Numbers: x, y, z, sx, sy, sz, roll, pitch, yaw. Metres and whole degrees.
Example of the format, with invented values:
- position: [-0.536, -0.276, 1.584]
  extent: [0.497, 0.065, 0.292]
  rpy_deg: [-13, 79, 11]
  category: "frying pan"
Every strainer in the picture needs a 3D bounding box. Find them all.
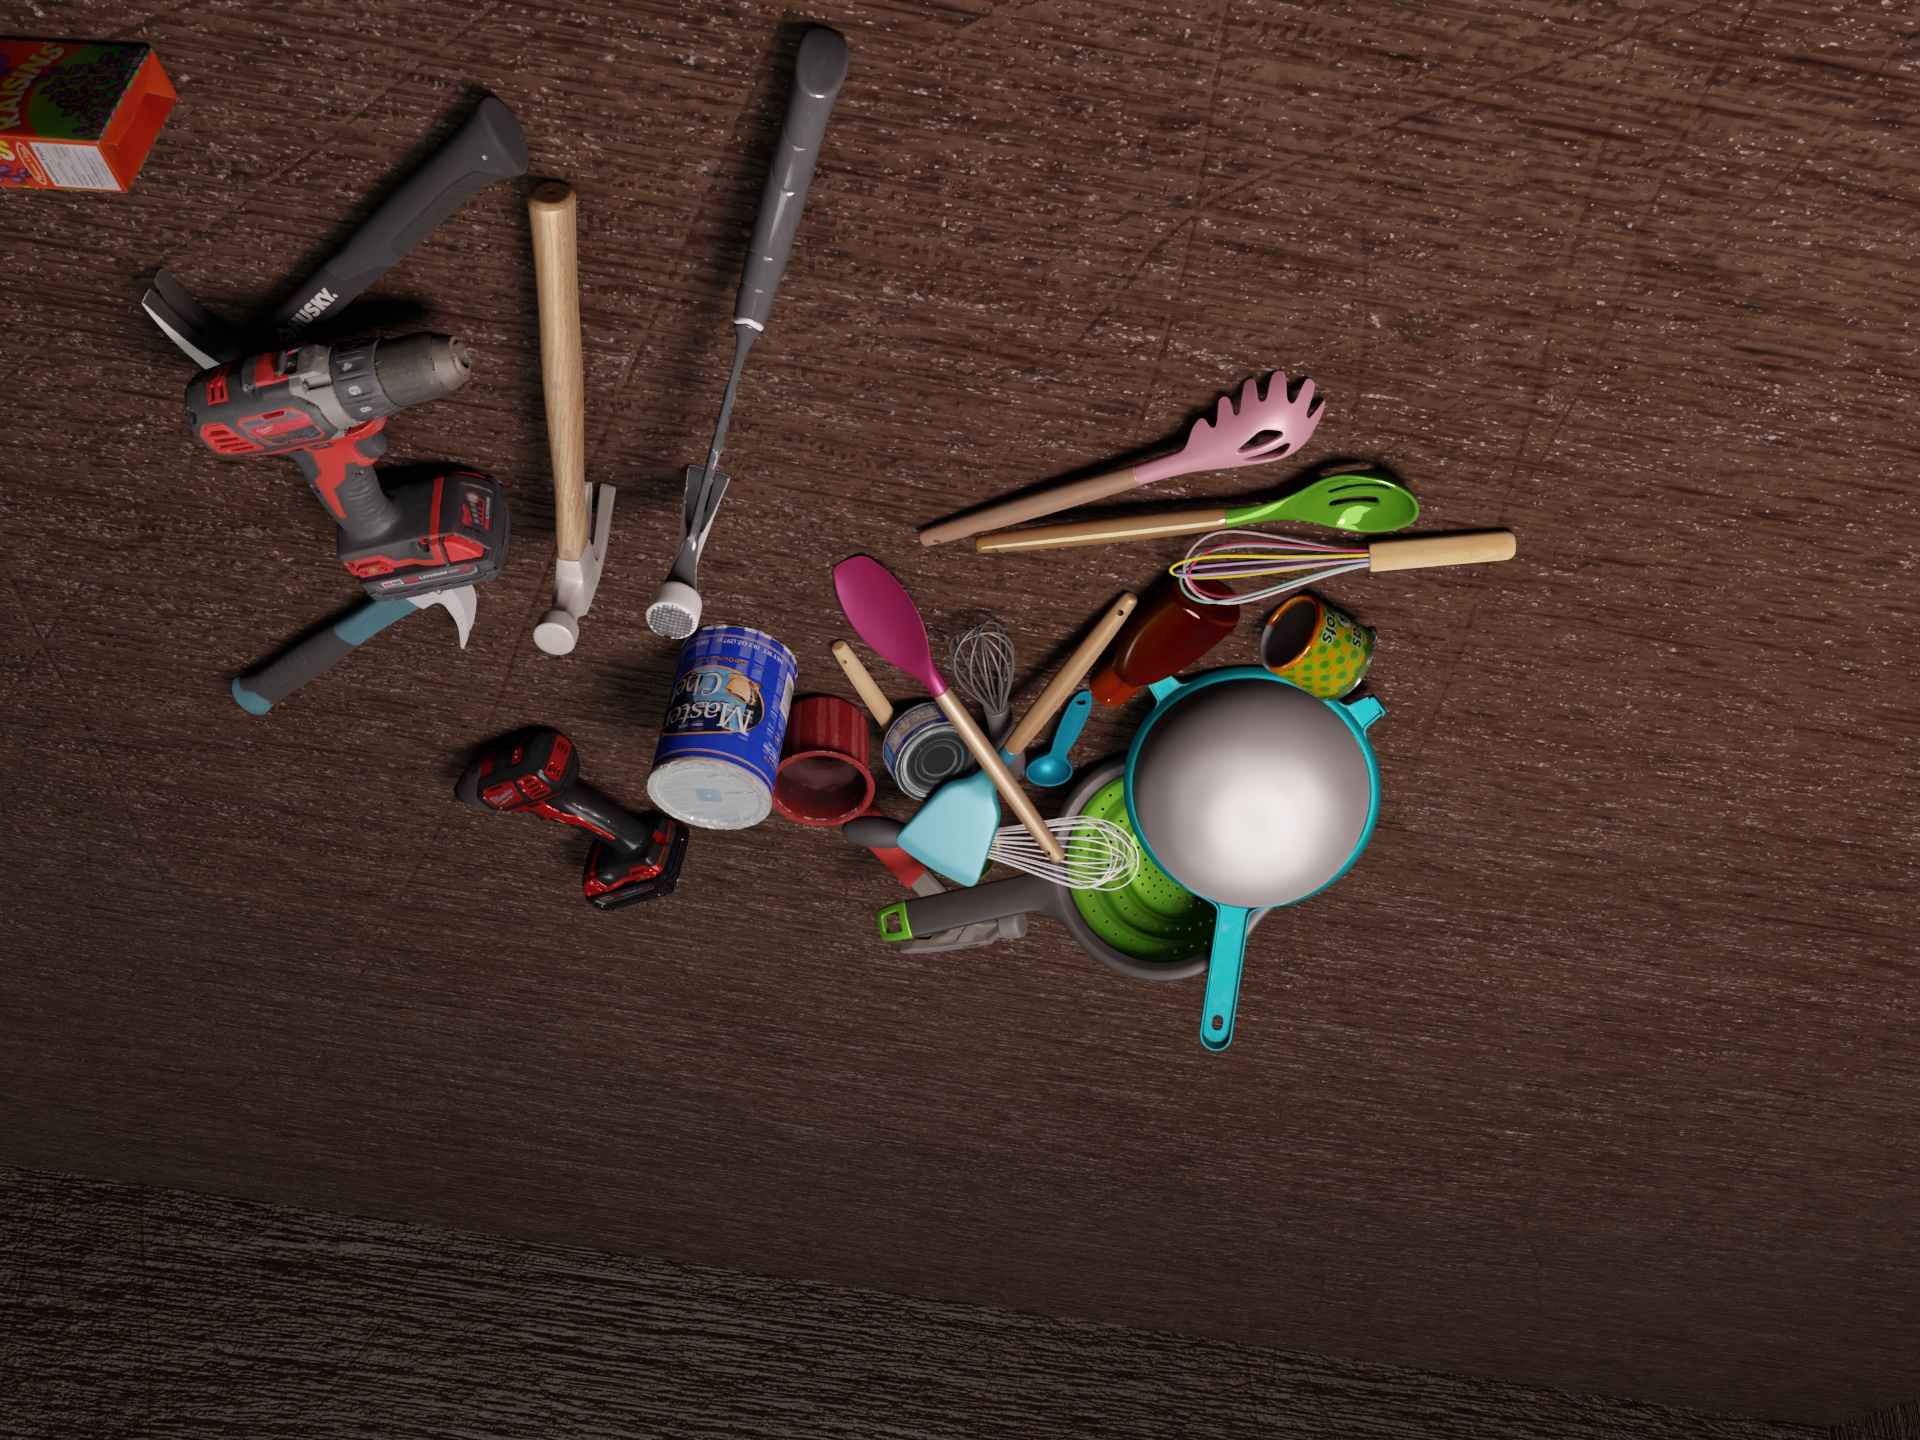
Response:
- position: [0.227, 0.129, 1.304]
  extent: [0.211, 0.095, 0.340]
  rpy_deg: [8, 106, 10]
  category: "strainer"

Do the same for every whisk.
- position: [0.022, 0.108, 1.424]
  extent: [0.285, 0.070, 0.070]
  rpy_deg: [4, 147, 22]
  category: "whisk"
- position: [0.030, -0.009, 1.352]
  extent: [0.055, 0.055, 0.238]
  rpy_deg: [0, 149, 11]
  category: "whisk"
- position: [0.274, -0.117, 1.153]
  extent: [0.245, 0.051, 0.047]
  rpy_deg: [-4, 139, 11]
  category: "whisk"

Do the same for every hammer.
- position: [-0.390, -0.298, 1.020]
  extent: [0.335, 0.035, 0.146]
  rpy_deg: [-23, 136, 36]
  category: "hammer"
- position: [-0.268, -0.207, 1.080]
  extent: [0.031, 0.130, 0.331]
  rpy_deg: [9, 135, -2]
  category: "hammer"
- position: [-0.136, -0.239, 1.004]
  extent: [0.036, 0.149, 0.408]
  rpy_deg: [15, 136, -11]
  category: "hammer"
- position: [-0.539, -0.072, 1.378]
  extent: [0.331, 0.033, 0.128]
  rpy_deg: [-22, 135, 36]
  category: "hammer"
- position: [-0.069, 0.138, 1.594]
  extent: [0.149, 0.037, 0.358]
  rpy_deg: [-10, 142, 24]
  category: "hammer"

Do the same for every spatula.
- position: [0.055, 0.013, 1.319]
  extent: [0.082, 0.044, 0.317]
  rpy_deg: [32, 126, -6]
  category: "spatula"

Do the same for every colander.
- position: [0.115, 0.149, 1.471]
  extent: [0.397, 0.204, 0.094]
  rpy_deg: [-15, 172, 21]
  category: "colander"

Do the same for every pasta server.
- position: [0.103, -0.172, 1.121]
  extent: [0.316, 0.040, 0.060]
  rpy_deg: [-12, 141, 33]
  category: "pasta server"

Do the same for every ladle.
- position: [-0.044, 0.042, 1.432]
  extent: [0.078, 0.062, 0.319]
  rpy_deg: [-8, 140, 22]
  category: "ladle"

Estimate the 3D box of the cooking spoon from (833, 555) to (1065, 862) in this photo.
- position: [-0.002, -0.004, 1.297]
  extent: [0.069, 0.017, 0.318]
  rpy_deg: [-17, 117, 40]
  category: "cooking spoon"

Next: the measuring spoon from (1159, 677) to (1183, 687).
- position: [0.210, -0.005, 1.356]
  extent: [0.034, 0.018, 0.124]
  rpy_deg: [-22, 129, 39]
  category: "measuring spoon"

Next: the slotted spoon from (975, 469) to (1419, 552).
- position: [0.163, -0.143, 1.134]
  extent: [0.314, 0.031, 0.070]
  rpy_deg: [-5, 153, 14]
  category: "slotted spoon"

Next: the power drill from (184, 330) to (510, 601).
- position: [-0.396, -0.183, 1.114]
  extent: [0.188, 0.080, 0.226]
  rpy_deg: [-10, 152, 8]
  category: "power drill"

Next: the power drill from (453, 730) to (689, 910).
- position: [-0.384, 0.096, 1.561]
  extent: [0.143, 0.079, 0.219]
  rpy_deg: [-17, 136, 31]
  category: "power drill"

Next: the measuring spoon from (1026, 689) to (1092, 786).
- position: [0.091, 0.011, 1.401]
  extent: [0.042, 0.021, 0.128]
  rpy_deg: [9, 137, -12]
  category: "measuring spoon"
